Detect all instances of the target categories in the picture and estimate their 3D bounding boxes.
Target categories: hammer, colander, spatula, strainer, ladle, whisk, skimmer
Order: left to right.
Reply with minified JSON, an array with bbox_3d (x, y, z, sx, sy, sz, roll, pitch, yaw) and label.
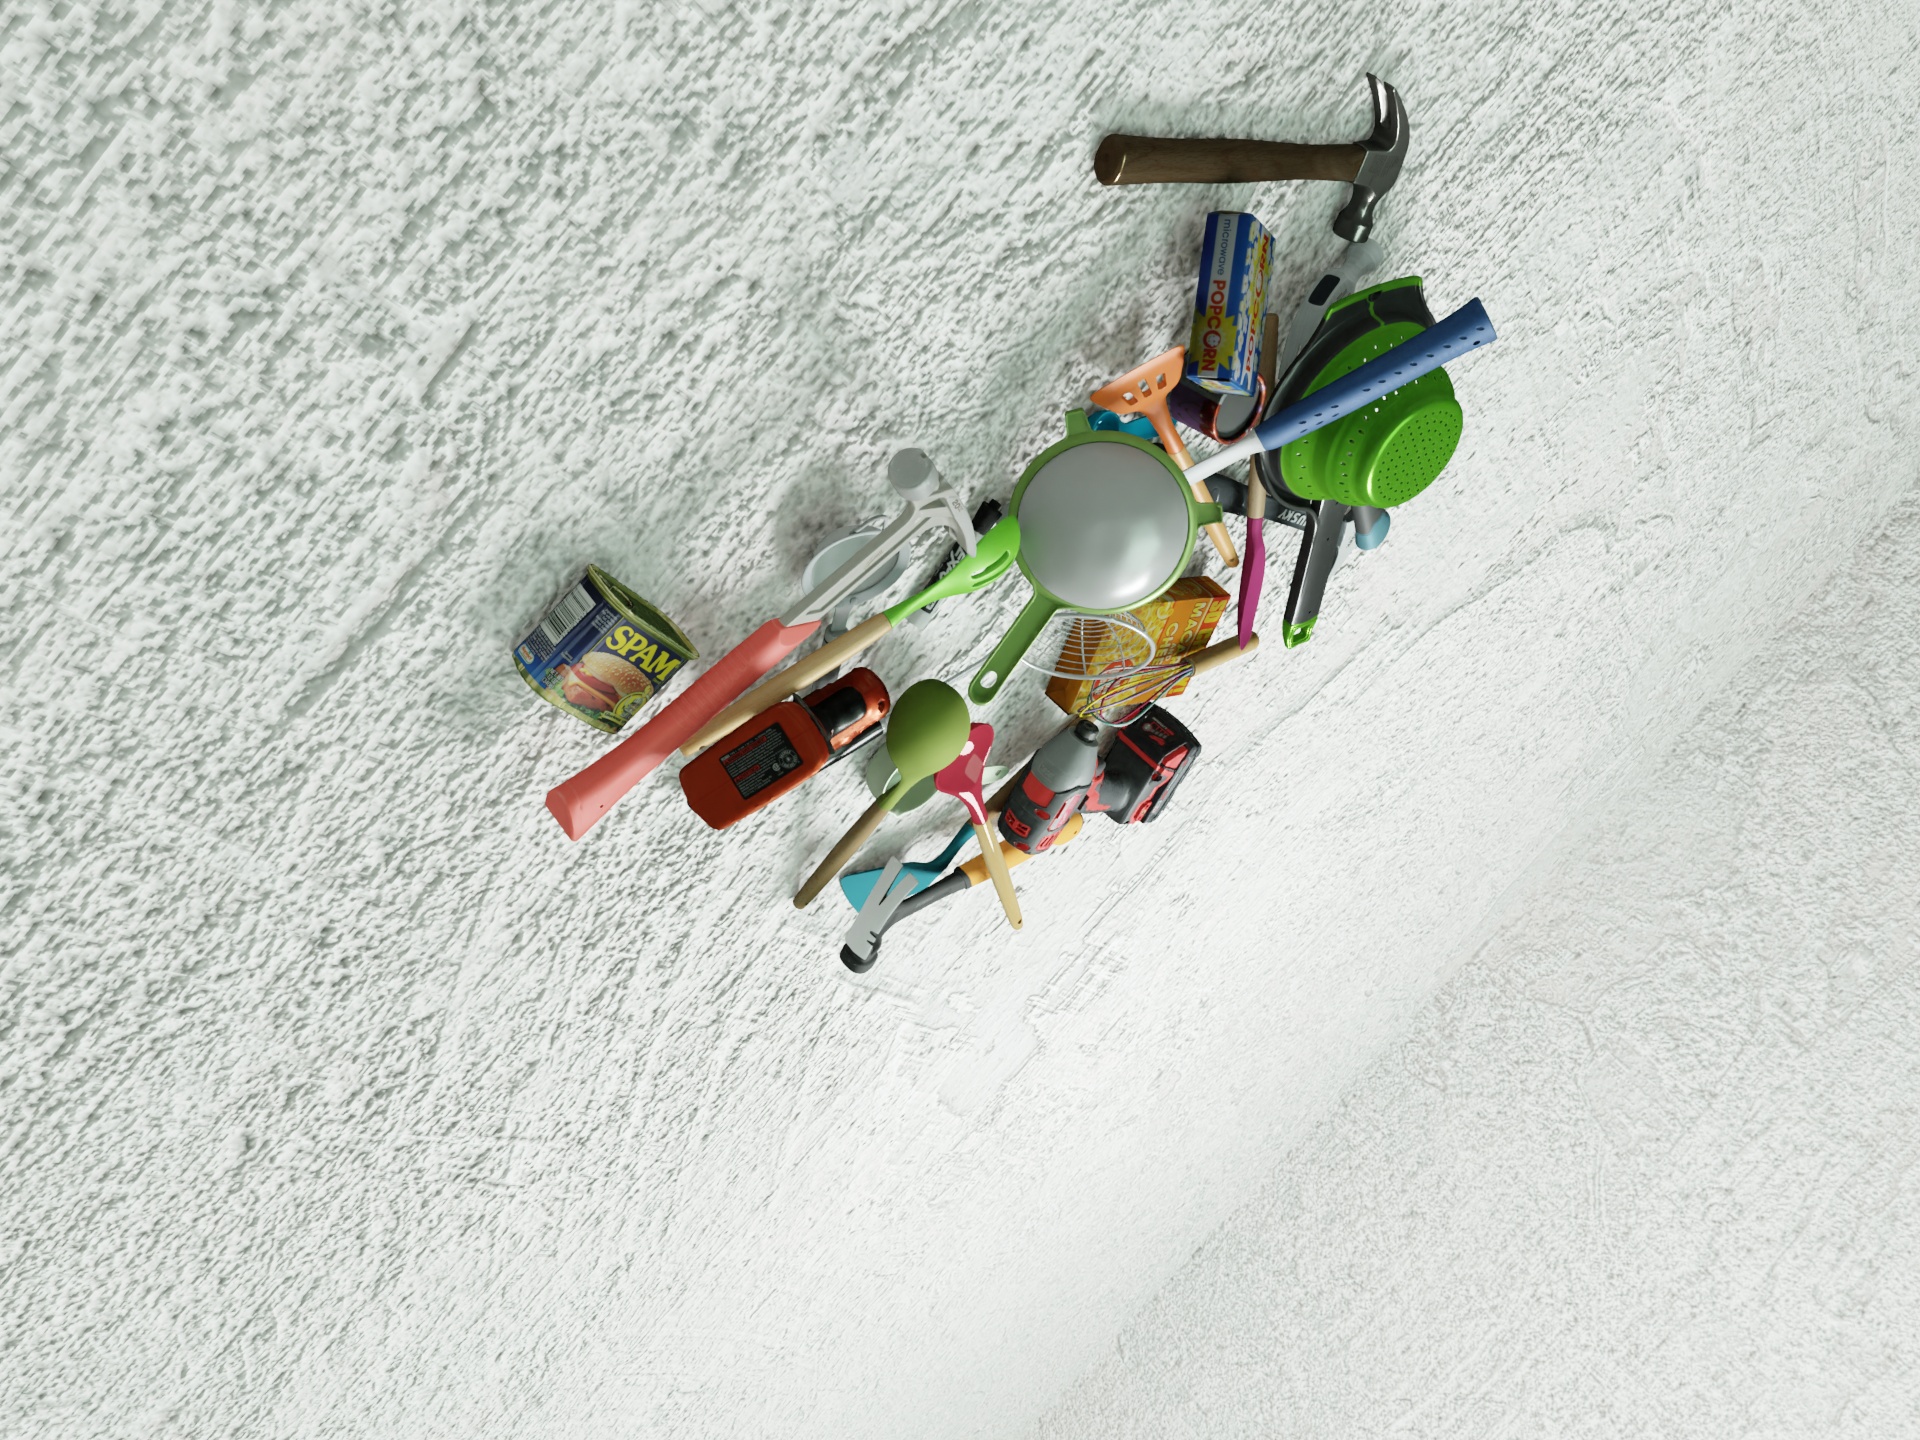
[{"bbox_3d":[-0.141,-0.043,1.118,0.359,0.037,0.149,-41,160,-1],"label":"hammer"},{"bbox_3d":[-0.096,-0.073,1.229,0.087,0.050,0.258,-9,140,-26],"label":"strainer"},{"bbox_3d":[-0.082,0.073,1.351,0.078,0.062,0.320,-20,160,-41],"label":"ladle"},{"bbox_3d":[-0.002,-0.004,1.357,0.363,0.090,0.127,-30,165,-18],"label":"skimmer"},{"bbox_3d":[0.020,0.138,1.534,0.337,0.034,0.127,-22,148,-50],"label":"hammer"},{"bbox_3d":[0.021,0.080,1.544,0.317,0.044,0.082,-42,148,-14],"label":"spatula"},{"bbox_3d":[0.025,0.103,1.436,0.069,0.031,0.315,-40,143,-18],"label":"ladle"},{"bbox_3d":[0.081,-0.105,1.254,0.256,0.151,0.069,-54,-170,19],"label":"strainer"},{"bbox_3d":[0.204,-0.045,1.512,0.245,0.051,0.047,-22,135,-36],"label":"whisk"},{"bbox_3d":[0.190,-0.210,1.337,0.081,0.041,0.322,-28,145,11],"label":"spatula"},{"bbox_3d":[0.233,-0.219,1.282,0.405,0.035,0.144,-27,149,19],"label":"hammer"},{"bbox_3d":[0.280,-0.201,1.507,0.408,0.036,0.149,5,123,-49],"label":"hammer"},{"bbox_3d":[0.229,-0.426,1.206,0.331,0.031,0.130,-15,137,-38],"label":"hammer"},{"bbox_3d":[0.361,-0.276,1.465,0.128,0.033,0.330,-49,143,-15],"label":"hammer"},{"bbox_3d":[0.358,-0.194,1.422,0.204,0.095,0.396,-23,141,-23],"label":"colander"}]

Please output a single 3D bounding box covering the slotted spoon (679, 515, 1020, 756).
[{"bbox_3d":[-0.077,-0.061,1.202,0.314,0.031,0.070,-33,164,-12],"label":"slotted spoon"}]

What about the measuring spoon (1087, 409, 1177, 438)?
[{"bbox_3d":[0.138,-0.244,1.325,0.128,0.021,0.042,-21,126,-46],"label":"measuring spoon"}]

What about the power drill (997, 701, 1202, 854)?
[{"bbox_3d":[0.137,0.050,1.558,0.219,0.079,0.143,-11,136,-51],"label":"power drill"}]

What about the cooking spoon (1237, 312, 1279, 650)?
[{"bbox_3d":[0.267,-0.209,1.431,0.069,0.017,0.318,-49,145,-51],"label":"cooking spoon"}]

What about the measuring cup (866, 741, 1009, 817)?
[{"bbox_3d":[-0.019,0.042,1.444,0.167,0.038,0.083,-2,128,-49],"label":"measuring cup"}]
